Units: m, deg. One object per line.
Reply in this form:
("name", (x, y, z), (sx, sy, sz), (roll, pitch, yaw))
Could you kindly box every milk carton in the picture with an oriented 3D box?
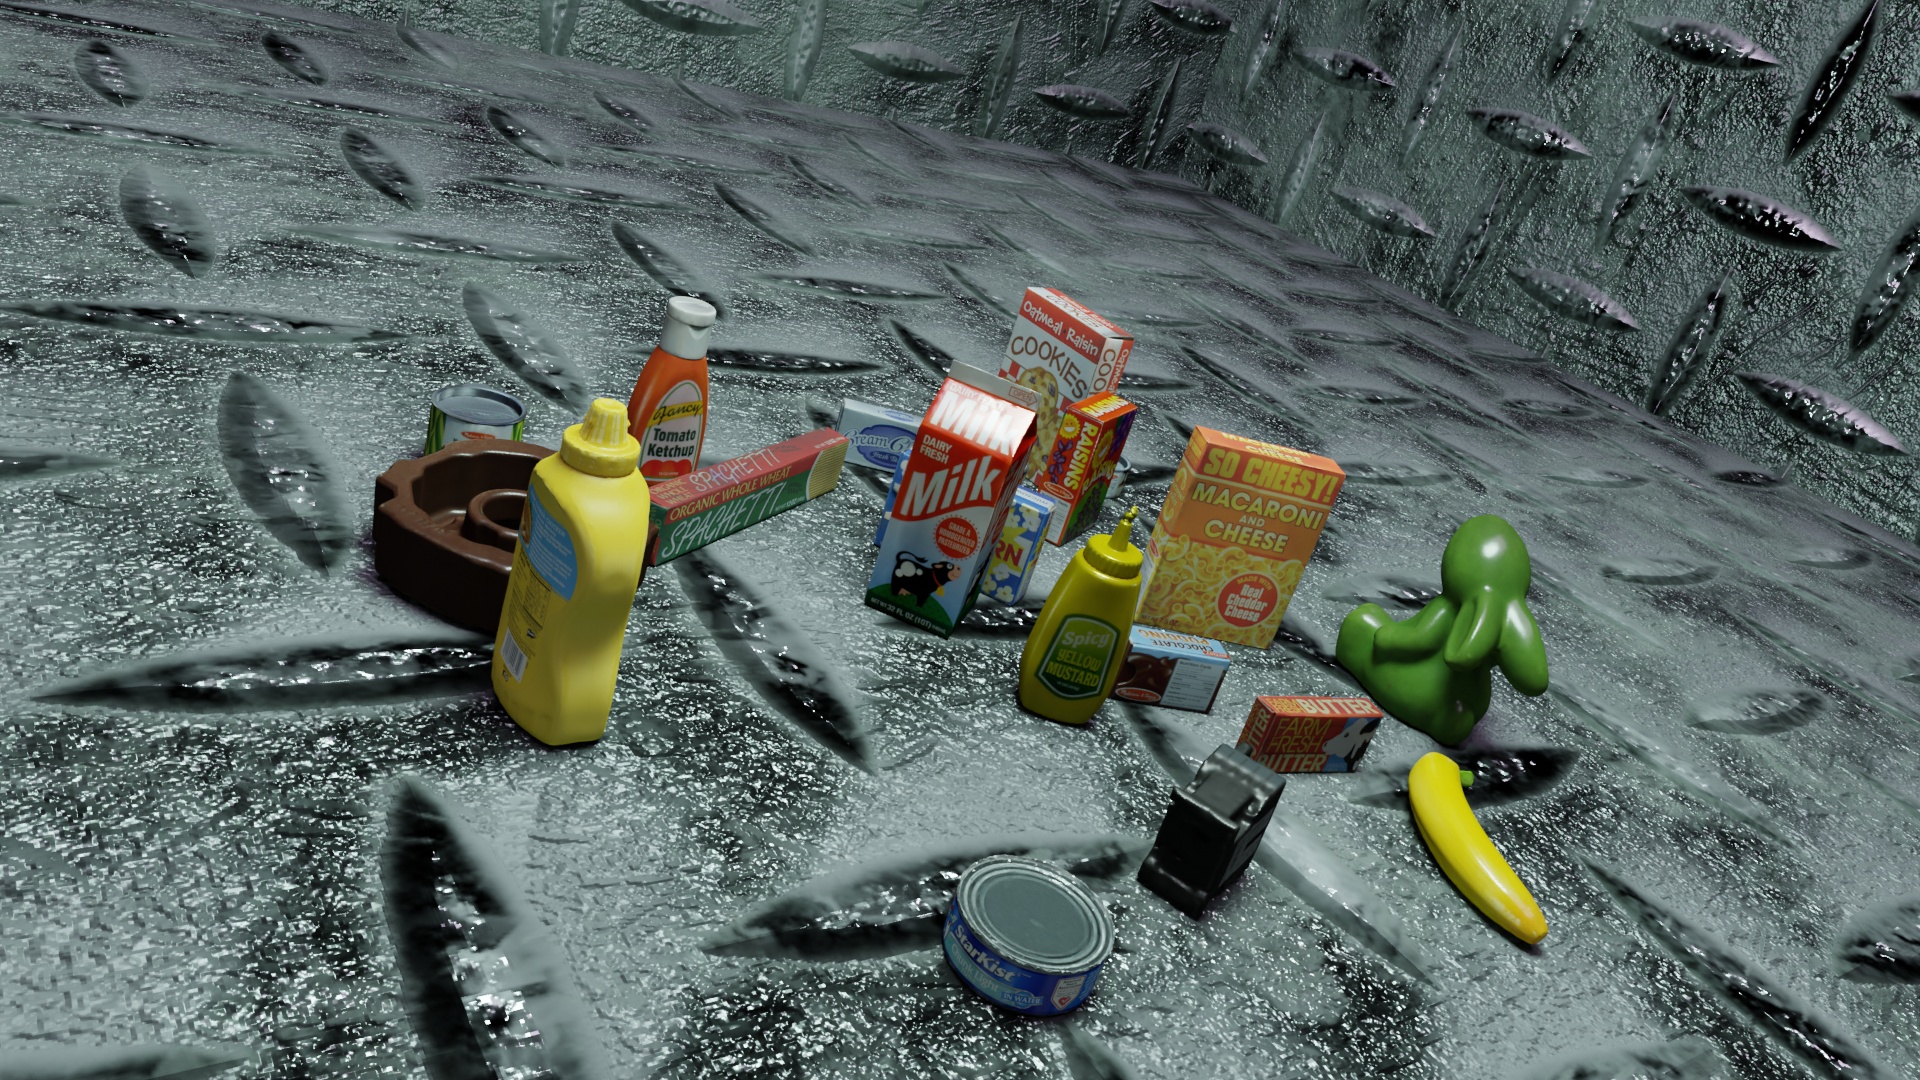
("milk carton", (-0.002, -0.033, 1.011), (0.072, 0.189, 0.074), (23, 24, 9))

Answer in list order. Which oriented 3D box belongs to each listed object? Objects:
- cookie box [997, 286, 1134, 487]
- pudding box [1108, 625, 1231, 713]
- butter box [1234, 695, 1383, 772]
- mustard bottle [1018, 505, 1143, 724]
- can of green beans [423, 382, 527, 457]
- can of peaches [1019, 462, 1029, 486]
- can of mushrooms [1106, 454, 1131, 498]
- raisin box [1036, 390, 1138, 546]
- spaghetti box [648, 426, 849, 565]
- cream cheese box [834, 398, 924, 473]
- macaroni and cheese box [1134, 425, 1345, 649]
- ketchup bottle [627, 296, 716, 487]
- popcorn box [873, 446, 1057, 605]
("cookie box", (0.089, -0.144, 1.339), (0.040, 0.166, 0.123), (-3, 32, -40))
("pudding box", (0.151, 0.094, 1.020), (0.084, 0.049, 0.030), (10, 25, -17))
("butter box", (0.248, 0.138, 0.991), (0.104, 0.053, 0.024), (5, 27, -28))
("mustard bottle", (0.088, 0.047, 0.940), (0.065, 0.159, 0.049), (16, 24, -6))
("can of green beans", (-0.354, -0.074, 1.011), (0.071, 0.057, 0.071), (15, 24, -7))
("can of peaches", (0.018, -0.050, 1.222), (0.071, 0.057, 0.071), (15, 24, -7))
("can of mushrooms", (0.133, -0.072, 1.379), (0.071, 0.033, 0.071), (15, 24, -7))
("raisin box", (0.108, -0.065, 1.238), (0.040, 0.122, 0.086), (28, 26, 20))
("spaghetti box", (-0.166, -0.039, 1.079), (0.029, 0.050, 0.251), (27, 25, 18))
("cream cheese box", (-0.063, -0.090, 1.255), (0.104, 0.053, 0.024), (14, 24, -11))
("macaroni and cheese box", (0.221, -0.001, 1.128), (0.124, 0.165, 0.040), (12, 24, -14))
("ketchup bottle", (-0.224, -0.114, 1.078), (0.065, 0.148, 0.043), (-2, 31, -39))
("popcorn box", (0.004, -0.014, 1.103), (0.127, 0.084, 0.038), (24, 24, 12))
